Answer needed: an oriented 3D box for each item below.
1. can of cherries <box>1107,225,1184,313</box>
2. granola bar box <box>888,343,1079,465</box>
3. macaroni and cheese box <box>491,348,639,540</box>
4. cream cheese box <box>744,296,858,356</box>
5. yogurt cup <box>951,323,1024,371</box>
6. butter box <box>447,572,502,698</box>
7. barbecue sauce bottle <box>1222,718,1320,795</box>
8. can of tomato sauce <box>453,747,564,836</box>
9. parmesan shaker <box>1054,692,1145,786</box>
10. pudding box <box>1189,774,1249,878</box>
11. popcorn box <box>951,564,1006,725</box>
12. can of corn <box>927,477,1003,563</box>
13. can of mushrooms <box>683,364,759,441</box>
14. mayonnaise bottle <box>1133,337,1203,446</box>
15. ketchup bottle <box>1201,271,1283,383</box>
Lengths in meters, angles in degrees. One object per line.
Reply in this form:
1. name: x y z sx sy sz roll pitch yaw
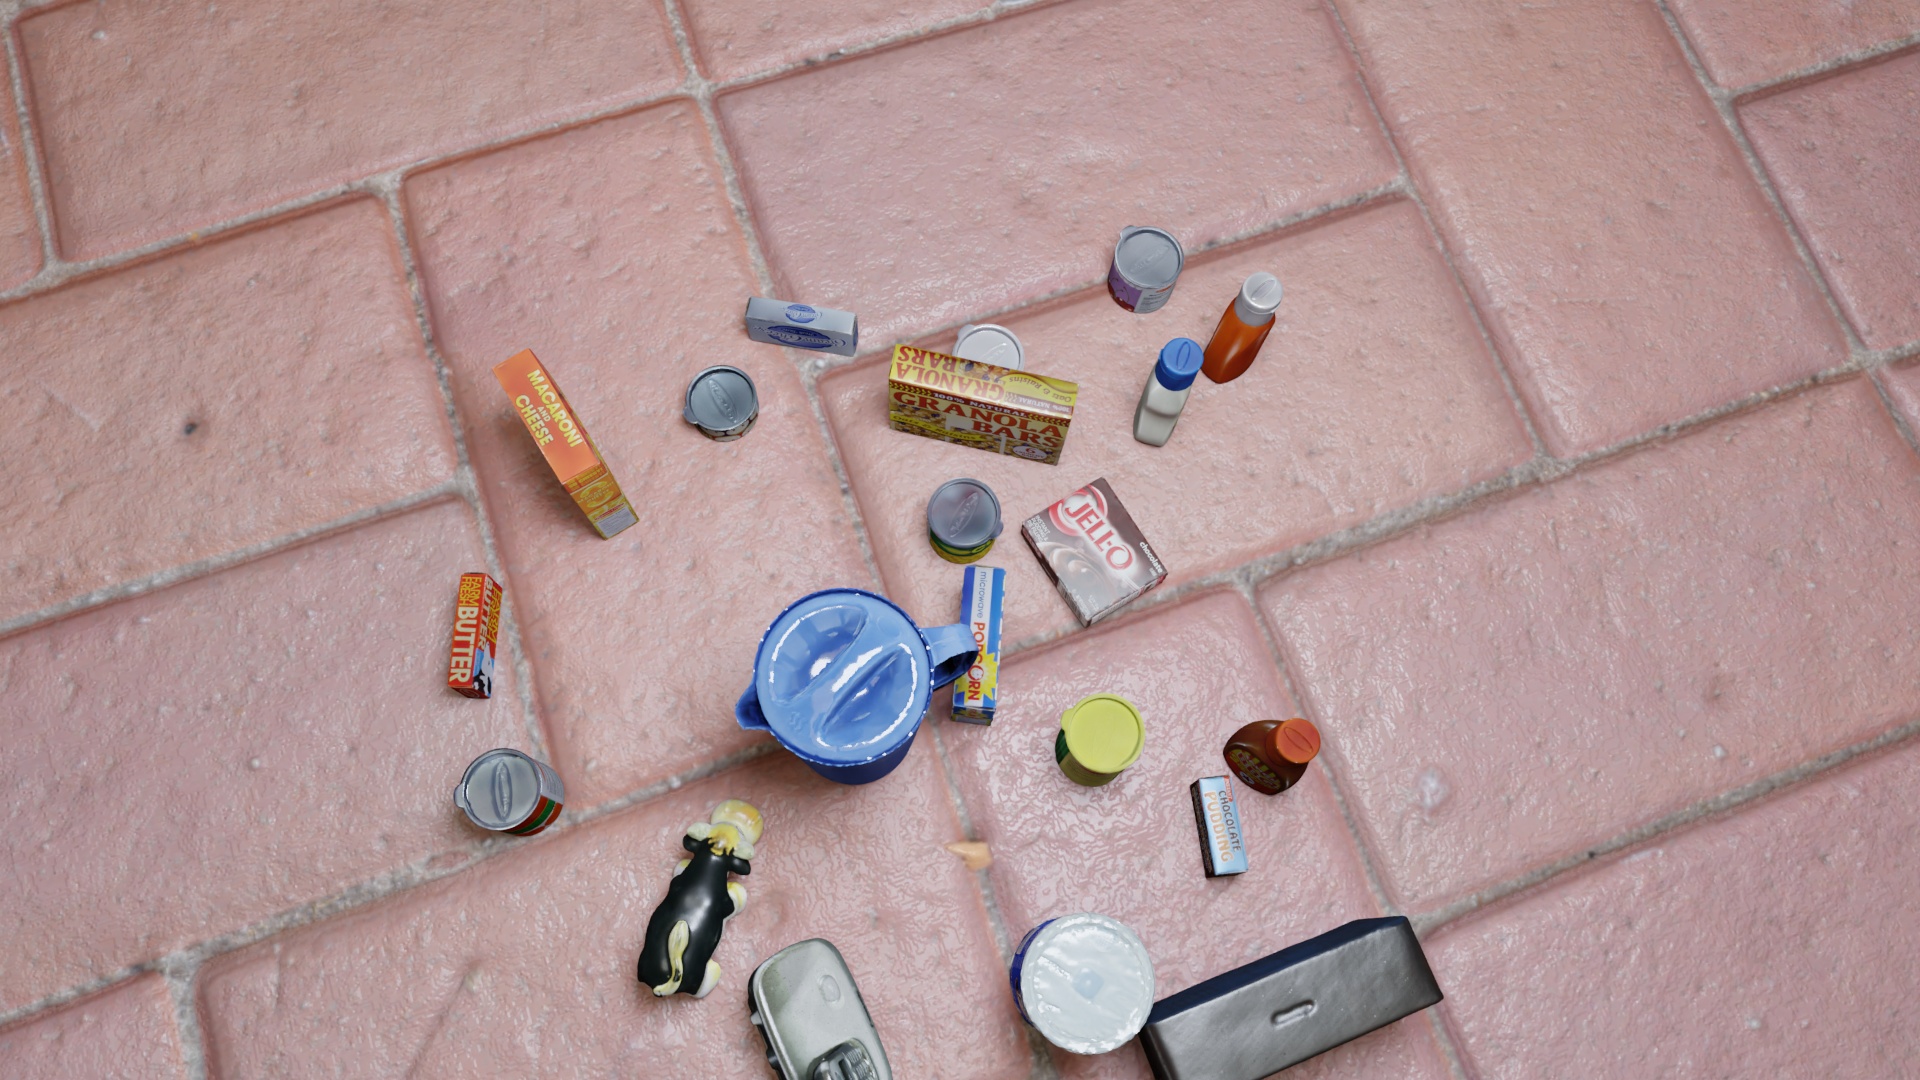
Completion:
1. can of cherries: 0.178 -0.264 1.348 0.071 0.058 0.071 1 73 -2
2. granola bar box: 0.018 -0.121 1.264 0.166 0.124 0.039 13 74 2
3. macaroni and cheese box: -0.342 -0.081 1.216 0.040 0.166 0.124 -32 77 -10
4. cream cheese box: -0.150 -0.203 1.320 0.104 0.053 0.024 9 74 1
5. yogurt cup: 0.025 -0.163 1.314 0.072 0.053 0.072 1 73 -2
6. butter box: -0.427 0.084 1.222 0.024 0.053 0.104 1 73 -2
7. barbecue sauce bottle: 0.266 0.178 1.170 0.065 0.148 0.044 41 77 10
8. can of tomato sauce: -0.378 0.214 1.169 0.071 0.083 0.071 1 74 -2
9. parmesan shaker: 0.115 0.171 1.190 0.071 0.102 0.071 1 74 -2
10. pudding box: 0.223 0.247 1.199 0.030 0.049 0.084 -7 74 -4
11. popcorn box: 0.016 0.093 1.220 0.038 0.085 0.127 5 73 0
12. can of corn: 0.005 -0.016 1.266 0.071 0.058 0.071 1 73 -2
13. can of mushrooms: -0.225 -0.127 1.304 0.071 0.033 0.071 1 73 -2
14. mayonnaise bottle: 0.189 -0.138 1.263 0.041 0.147 0.065 17 74 3
15. ketchup bottle: 0.263 -0.198 1.284 0.065 0.148 0.043 -42 79 -12
